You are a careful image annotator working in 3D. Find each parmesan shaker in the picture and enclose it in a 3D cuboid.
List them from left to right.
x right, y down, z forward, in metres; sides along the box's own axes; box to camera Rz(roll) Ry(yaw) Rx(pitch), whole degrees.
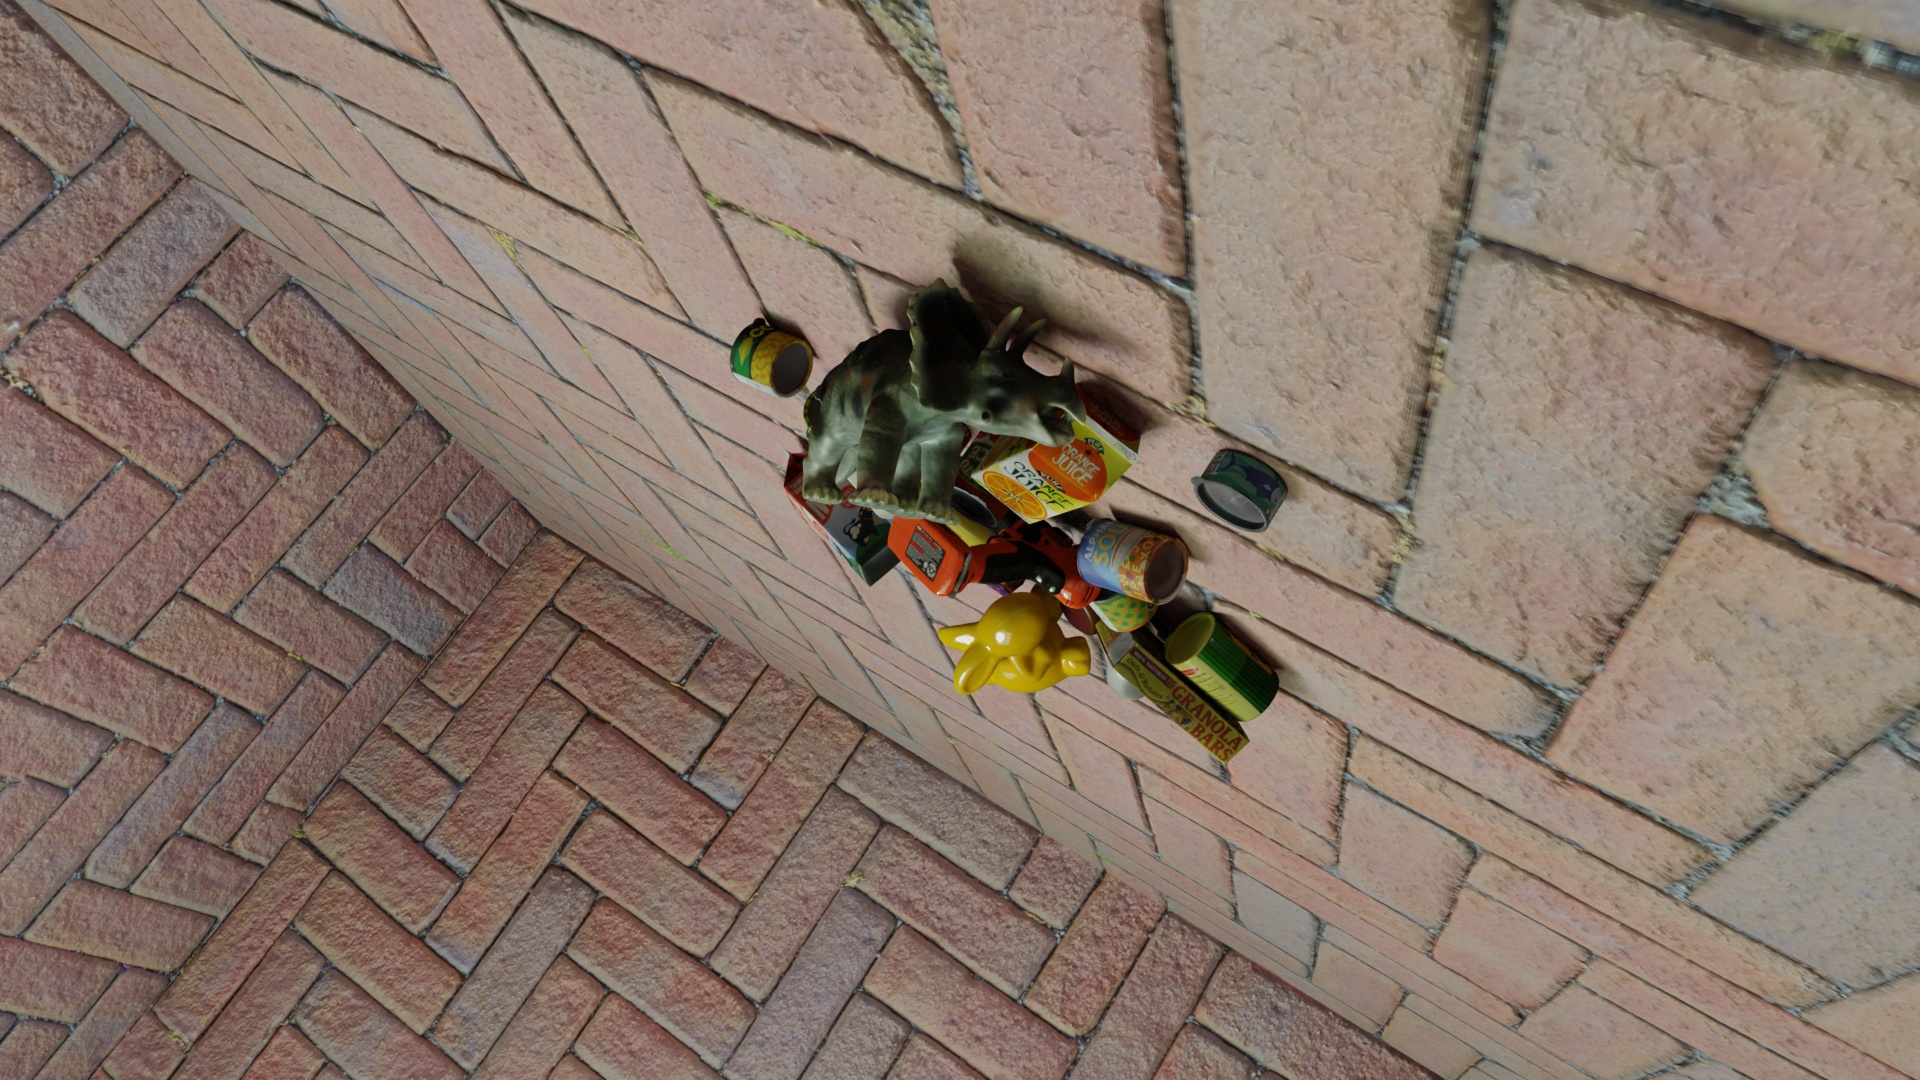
[{"bbox_3d":[0.265,0.129,1.415,0.103,0.071,0.071,40,163,-19],"label":"parmesan shaker"}]

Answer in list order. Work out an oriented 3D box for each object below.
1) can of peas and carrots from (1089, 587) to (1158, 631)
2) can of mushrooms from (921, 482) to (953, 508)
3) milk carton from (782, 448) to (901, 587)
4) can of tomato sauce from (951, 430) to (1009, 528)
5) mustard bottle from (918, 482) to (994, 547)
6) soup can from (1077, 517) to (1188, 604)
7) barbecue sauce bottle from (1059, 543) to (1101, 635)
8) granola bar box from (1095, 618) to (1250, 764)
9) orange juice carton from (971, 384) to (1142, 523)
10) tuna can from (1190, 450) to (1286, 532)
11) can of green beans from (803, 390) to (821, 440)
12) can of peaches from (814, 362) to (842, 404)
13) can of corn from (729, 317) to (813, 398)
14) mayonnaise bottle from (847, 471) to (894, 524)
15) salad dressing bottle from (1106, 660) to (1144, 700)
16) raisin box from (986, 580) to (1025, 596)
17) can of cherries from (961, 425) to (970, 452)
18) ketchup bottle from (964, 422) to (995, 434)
[{"bbox_3d":[0.162,0.049,1.399,0.071,0.071,0.058,17,156,47],"label":"can of peas and carrots"},{"bbox_3d":[-0.010,-0.063,1.473,0.071,0.033,0.071,32,164,10],"label":"can of mushrooms"},{"bbox_3d":[-0.152,-0.040,1.714,0.191,0.073,0.072,44,167,21],"label":"milk carton"},{"bbox_3d":[0.030,-0.064,1.300,0.071,0.083,0.071,32,163,11],"label":"can of tomato sauce"},{"bbox_3d":[0.005,-0.019,1.540,0.160,0.049,0.065,37,166,-7],"label":"mustard bottle"},{"bbox_3d":[0.161,0.017,1.305,0.084,0.071,0.071,17,156,45],"label":"soup can"},{"bbox_3d":[0.131,0.050,1.494,0.065,0.044,0.148,48,169,23],"label":"barbecue sauce bottle"},{"bbox_3d":[0.219,0.149,1.456,0.165,0.039,0.124,41,-169,-14],"label":"granola bar box"},{"bbox_3d":[0.086,-0.074,1.181,0.072,0.073,0.192,39,163,-11],"label":"orange juice carton"},{"bbox_3d":[0.217,-0.040,1.087,0.071,0.033,0.071,32,163,11],"label":"tuna can"},{"bbox_3d":[-0.131,-0.126,1.476,0.071,0.071,0.057,31,163,15],"label":"can of green beans"},{"bbox_3d":[-0.101,-0.138,1.379,0.071,0.071,0.058,23,161,35],"label":"can of peaches"},{"bbox_3d":[-0.194,-0.188,1.432,0.058,0.071,0.071,24,161,30],"label":"can of corn"},{"bbox_3d":[-0.091,-0.062,1.563,0.041,0.065,0.147,-24,122,20],"label":"mayonnaise bottle"},{"bbox_3d":[0.193,0.128,1.576,0.044,0.064,0.147,38,159,30],"label":"salad dressing bottle"},{"bbox_3d":[0.021,0.011,1.614,0.123,0.040,0.086,35,163,-1],"label":"raisin box"},{"bbox_3d":[-0.033,-0.097,1.379,0.071,0.058,0.071,31,164,10],"label":"can of cherries"},{"bbox_3d":[-0.018,-0.135,1.268,0.149,0.044,0.064,22,148,35],"label":"ketchup bottle"}]
